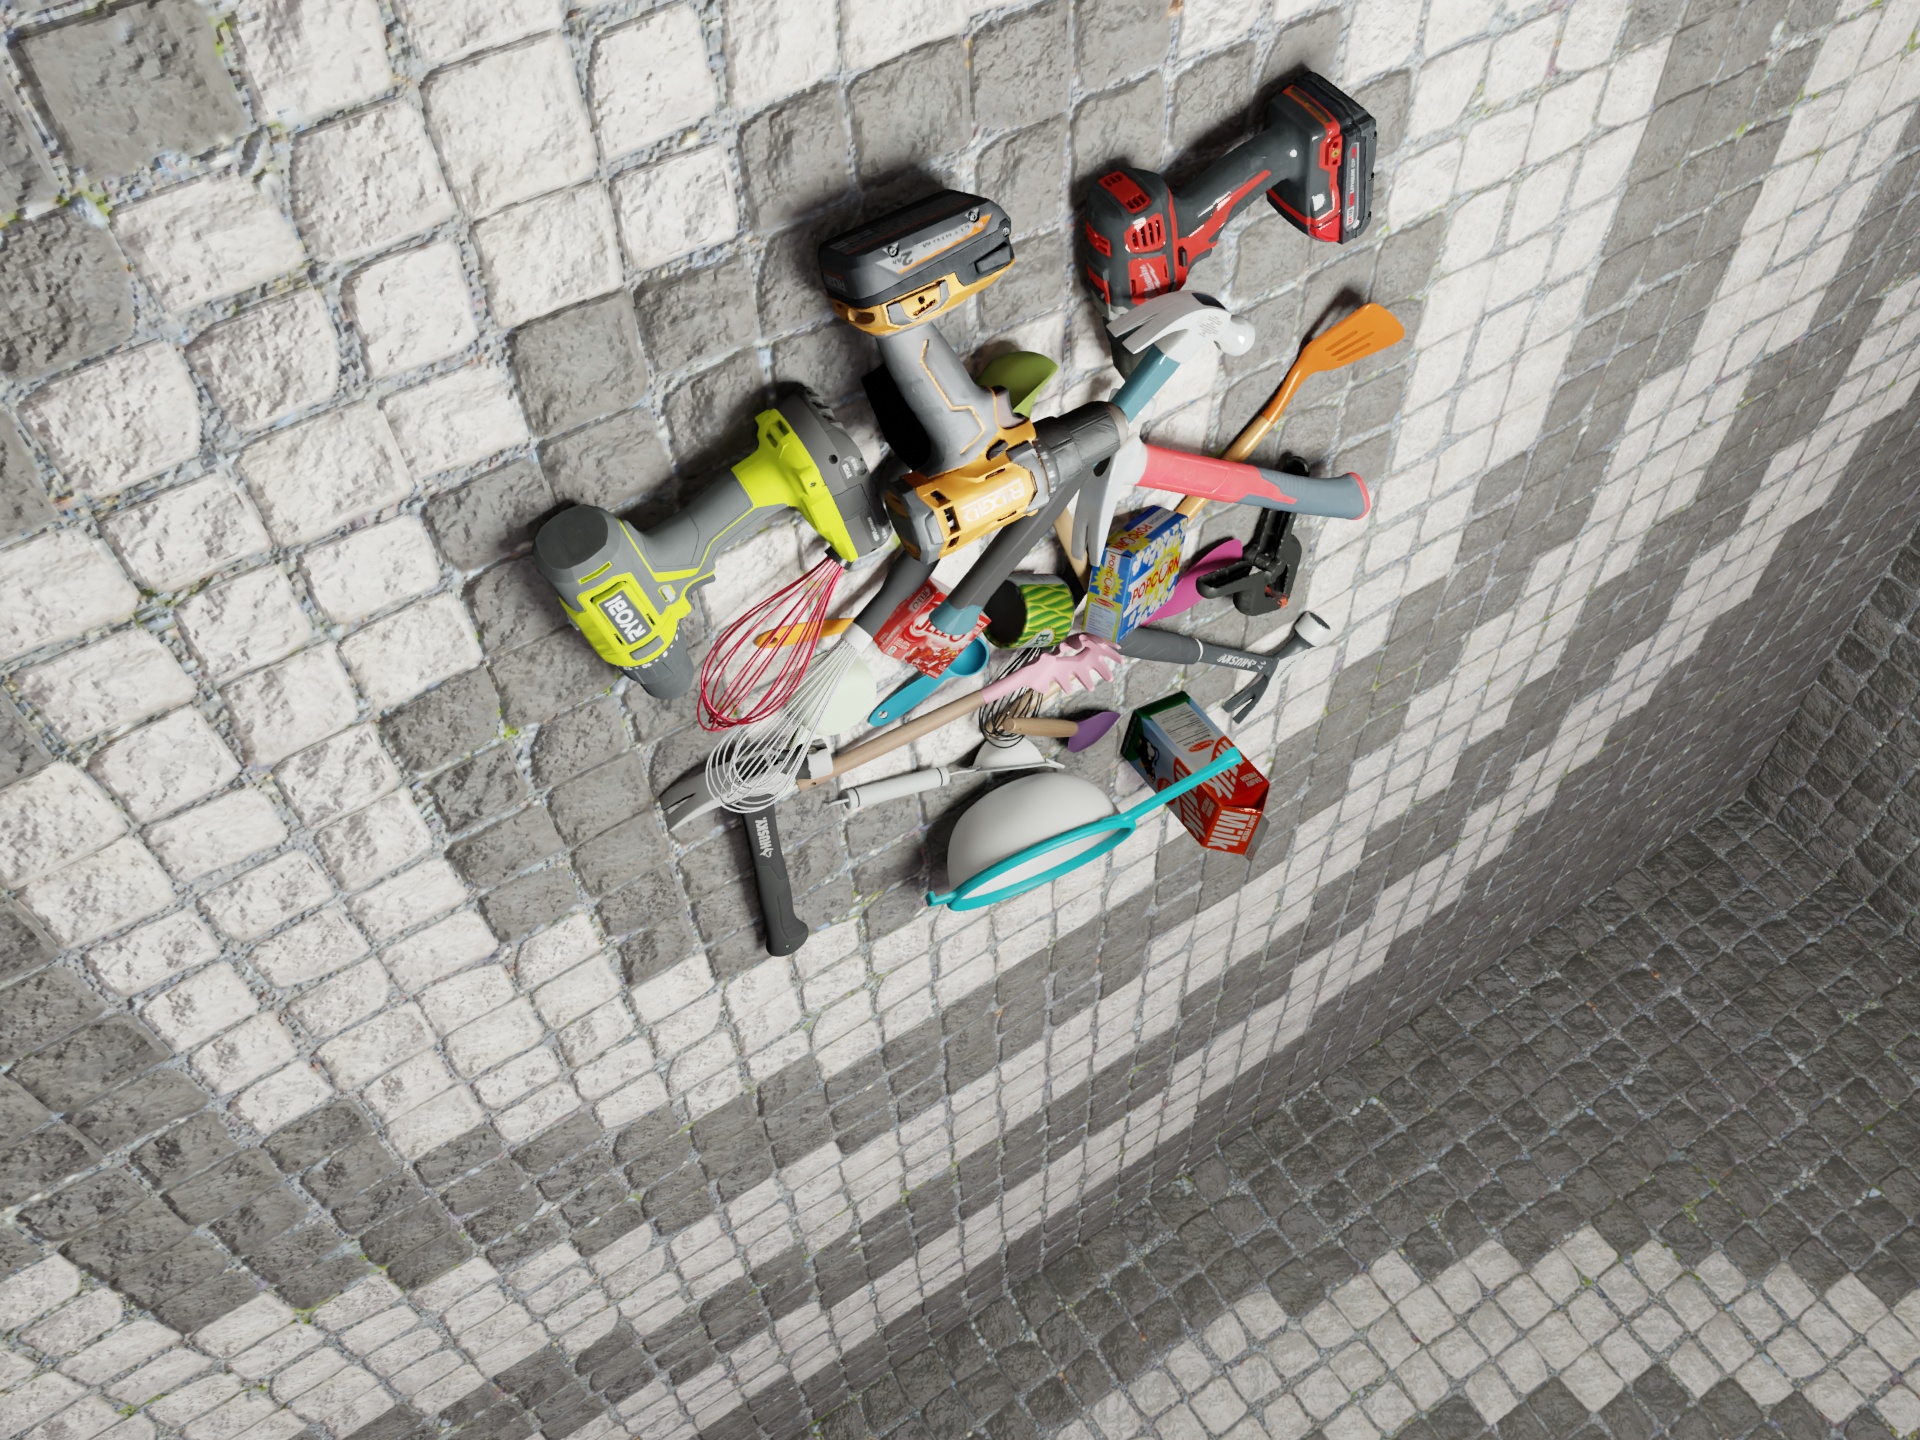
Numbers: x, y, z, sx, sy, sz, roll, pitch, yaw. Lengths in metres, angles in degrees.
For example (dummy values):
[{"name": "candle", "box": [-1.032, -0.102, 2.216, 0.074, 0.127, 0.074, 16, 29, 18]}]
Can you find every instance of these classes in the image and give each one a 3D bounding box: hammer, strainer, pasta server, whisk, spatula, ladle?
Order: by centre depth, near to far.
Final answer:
[{"name": "whisk", "box": [-0.108, -0.108, 1.229, 0.296, 0.073, 0.073, -51, 147, 6]}, {"name": "hammer", "box": [0.087, -0.193, 1.231, 0.331, 0.033, 0.128, -50, 150, 22]}, {"name": "whisk", "box": [-0.106, -0.043, 1.291, 0.284, 0.070, 0.070, -51, 149, -3]}, {"name": "ladle", "box": [0.079, -0.184, 1.300, 0.078, 0.062, 0.319, -44, 145, -8]}, {"name": "hammer", "box": [0.245, -0.196, 1.415, 0.386, 0.038, 0.143, 1, 110, -45]}, {"name": "pasta server", "box": [-0.002, -0.005, 1.440, 0.316, 0.040, 0.060, -25, 139, -3]}, {"name": "spatula", "box": [0.269, -0.251, 1.452, 0.322, 0.041, 0.081, -49, 146, 18]}, {"name": "hammer", "box": [-0.181, 0.133, 1.460, 0.146, 0.035, 0.334, -16, 148, -11]}, {"name": "whisk", "box": [0.080, -0.073, 1.477, 0.055, 0.055, 0.239, -3, 130, -44]}, {"name": "strainer", "box": [-0.012, 0.050, 1.542, 0.258, 0.050, 0.087, -14, -176, -28]}, {"name": "spatula", "box": [0.099, 0.009, 1.558, 0.060, 0.018, 0.315, -48, 164, 13]}, {"name": "strainer", "box": [0.119, 0.082, 1.613, 0.340, 0.095, 0.211, -31, 164, 20]}, {"name": "hammer", "box": [0.247, -0.067, 1.648, 0.408, 0.036, 0.149, 5, 129, -53]}]

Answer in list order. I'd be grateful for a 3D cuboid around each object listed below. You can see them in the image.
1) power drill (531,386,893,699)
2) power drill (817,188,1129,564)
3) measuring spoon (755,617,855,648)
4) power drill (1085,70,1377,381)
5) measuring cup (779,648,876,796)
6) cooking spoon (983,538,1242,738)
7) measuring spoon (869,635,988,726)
[{"name": "power drill", "box": [-0.169, -0.117, 1.133, 0.228, 0.080, 0.190, -33, 148, -6]}, {"name": "power drill", "box": [0.016, -0.240, 1.084, 0.185, 0.084, 0.226, -27, 122, -14]}, {"name": "measuring spoon", "box": [-0.116, -0.071, 1.305, 0.117, 0.011, 0.021, -13, 140, -36]}, {"name": "power drill", "box": [0.198, -0.364, 1.204, 0.226, 0.080, 0.187, -31, 148, -9]}, {"name": "measuring cup", "box": [-0.123, 0.014, 1.378, 0.083, 0.038, 0.167, -8, 135, -41]}, {"name": "cooking spoon", "box": [0.151, -0.080, 1.567, 0.319, 0.017, 0.068, -36, 152, -6]}, {"name": "measuring spoon", "box": [-0.032, -0.037, 1.435, 0.128, 0.021, 0.042, -35, 119, 10]}]
